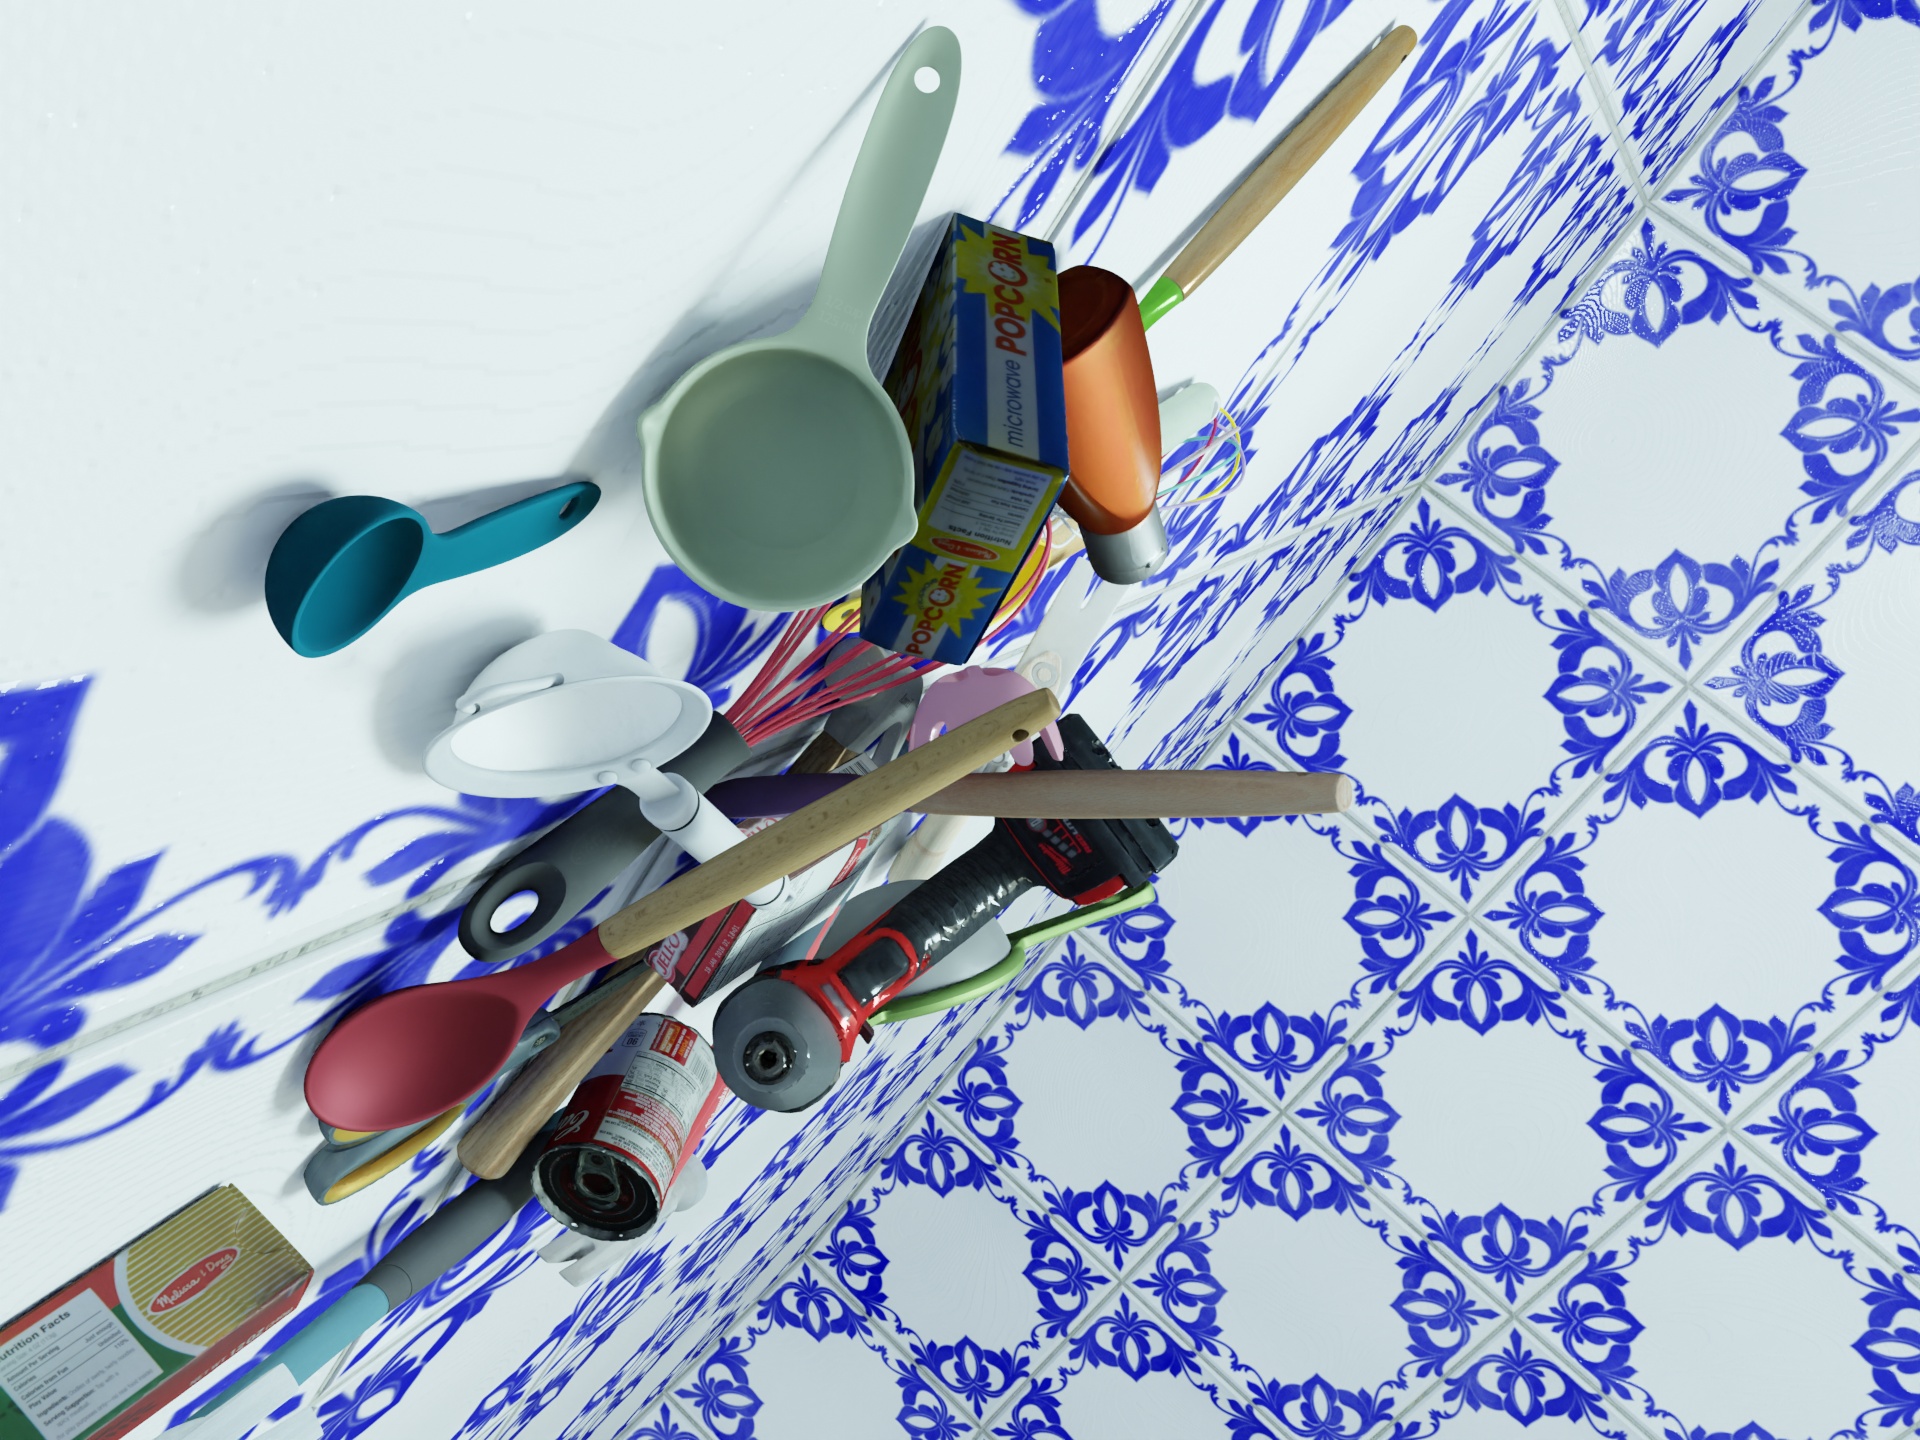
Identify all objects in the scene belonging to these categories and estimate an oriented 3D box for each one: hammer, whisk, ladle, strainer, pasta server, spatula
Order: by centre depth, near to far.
[{"bbox_3d":[-0.104,0.024,0.544,0.087,0.050,0.258,-19,154,6],"label":"strainer"},{"bbox_3d":[-0.103,0.066,0.558,0.315,0.031,0.069,-29,139,15],"label":"ladle"},{"bbox_3d":[0.001,0.029,0.610,0.316,0.018,0.060,-2,-166,39],"label":"spatula"},{"bbox_3d":[-0.075,-0.006,0.629,0.296,0.073,0.073,-40,166,-17],"label":"whisk"},{"bbox_3d":[-0.001,-0.002,0.733,0.060,0.040,0.316,-8,-179,-4],"label":"pasta server"},{"bbox_3d":[-0.275,0.271,0.759,0.128,0.033,0.331,-27,-177,26],"label":"hammer"},{"bbox_3d":[-0.134,0.097,0.796,0.331,0.031,0.130,-49,168,2],"label":"hammer"},{"bbox_3d":[0.090,-0.143,0.829,0.246,0.059,0.057,-40,151,-56],"label":"whisk"},{"bbox_3d":[0.090,-0.127,0.905,0.245,0.051,0.047,-34,140,-40],"label":"whisk"},{"bbox_3d":[-0.120,0.163,0.930,0.386,0.038,0.143,-59,165,17],"label":"hammer"},{"bbox_3d":[0.009,0.035,1.002,0.146,0.038,0.410,-59,180,-21],"label":"hammer"},{"bbox_3d":[0.010,0.127,1.039,0.256,0.069,0.151,-17,-174,-20],"label":"strainer"}]

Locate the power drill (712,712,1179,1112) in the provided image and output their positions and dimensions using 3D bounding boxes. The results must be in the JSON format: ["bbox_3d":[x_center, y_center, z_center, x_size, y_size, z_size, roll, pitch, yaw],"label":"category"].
[{"bbox_3d":[-0.015,0.093,0.714,0.219,0.078,0.143,-37,177,-3],"label":"power drill"}]

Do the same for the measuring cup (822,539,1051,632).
[{"bbox_3d":[-0.016,-0.066,0.754,0.156,0.029,0.062,-16,146,-48],"label":"measuring cup"}]

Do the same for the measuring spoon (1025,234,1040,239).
[{"bbox_3d":[-0.006,-0.134,0.594,0.034,0.018,0.124,-43,174,-46],"label":"measuring spoon"}]

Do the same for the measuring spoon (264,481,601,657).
[{"bbox_3d":[-0.131,-0.049,0.403,0.042,0.021,0.128,-54,176,25],"label":"measuring spoon"}]

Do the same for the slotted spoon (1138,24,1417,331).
[{"bbox_3d":[0.113,-0.216,0.729,0.314,0.031,0.070,-48,168,-12],"label":"slotted spoon"}]

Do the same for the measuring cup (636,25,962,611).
[{"bbox_3d":[-0.036,-0.113,0.455,0.038,0.083,0.167,-123,-126,-78],"label":"measuring cup"}]
